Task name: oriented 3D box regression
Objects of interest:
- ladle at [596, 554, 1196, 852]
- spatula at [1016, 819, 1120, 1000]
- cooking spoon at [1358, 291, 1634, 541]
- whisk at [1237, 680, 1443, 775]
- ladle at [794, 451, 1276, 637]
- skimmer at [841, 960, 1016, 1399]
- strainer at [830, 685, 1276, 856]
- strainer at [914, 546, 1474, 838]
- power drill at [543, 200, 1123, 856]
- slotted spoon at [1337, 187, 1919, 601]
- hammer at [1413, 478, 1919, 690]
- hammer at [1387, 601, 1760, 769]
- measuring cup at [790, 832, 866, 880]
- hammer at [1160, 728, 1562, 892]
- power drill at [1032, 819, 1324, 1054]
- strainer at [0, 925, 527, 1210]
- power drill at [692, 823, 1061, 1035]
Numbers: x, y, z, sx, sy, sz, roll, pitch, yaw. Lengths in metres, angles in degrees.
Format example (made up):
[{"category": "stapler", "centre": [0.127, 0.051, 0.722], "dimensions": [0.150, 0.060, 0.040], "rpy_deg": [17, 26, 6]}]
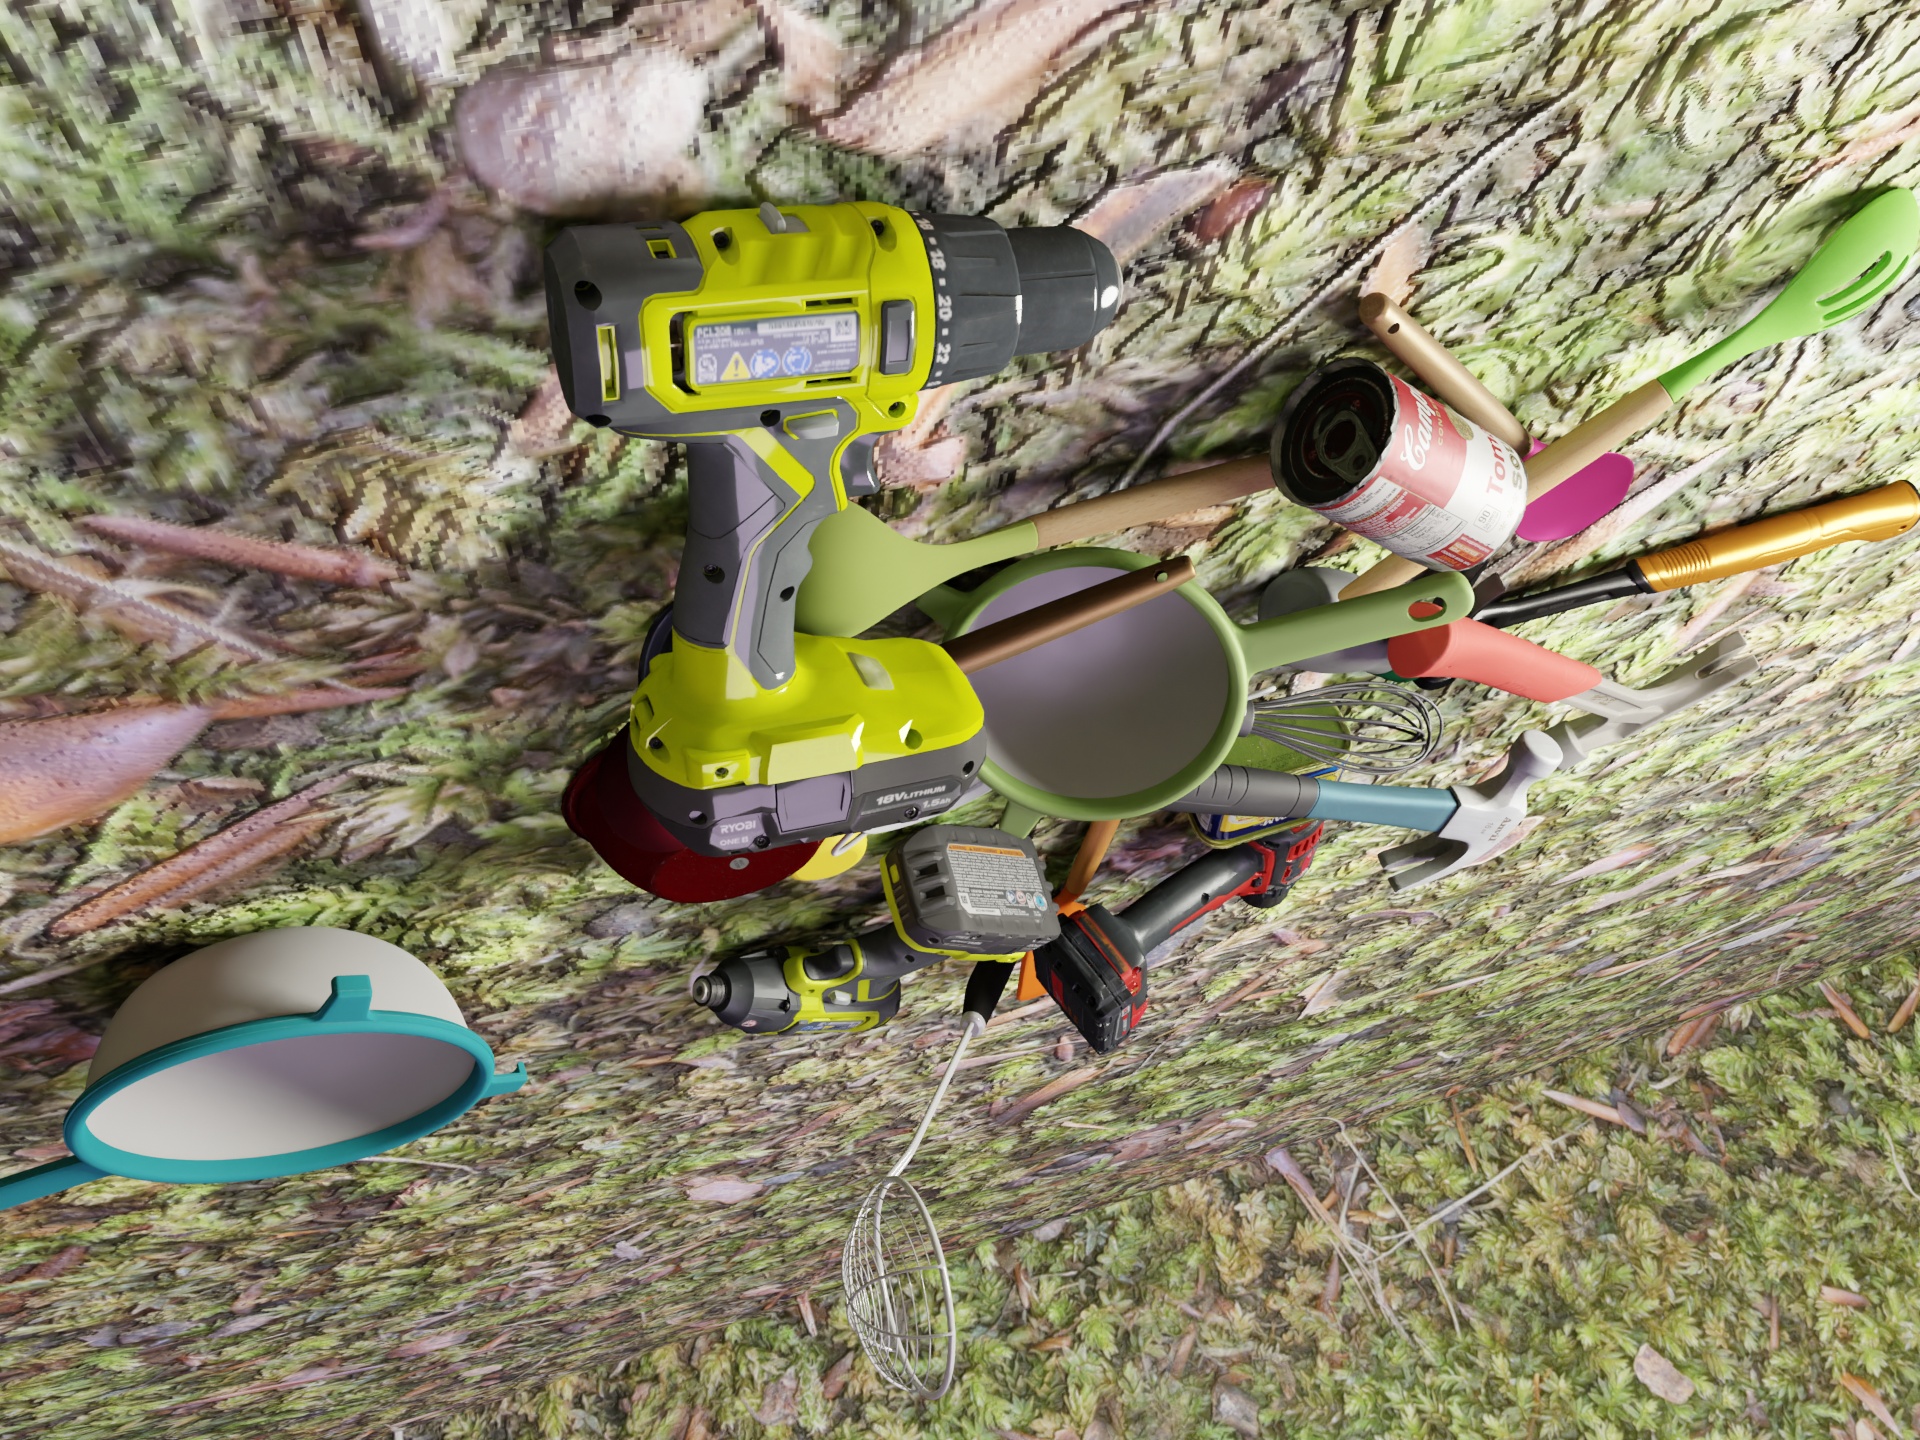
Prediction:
[{"category": "ladle", "centre": [-0.039, -0.013, 0.745], "dimensions": [0.315, 0.069, 0.031], "rpy_deg": [-21, 175, 13]}, {"category": "spatula", "centre": [0.093, 0.116, 1.144], "dimensions": [0.081, 0.041, 0.322], "rpy_deg": [-20, 155, -19]}, {"category": "cooking spoon", "centre": [0.265, -0.144, 0.780], "dimensions": [0.068, 0.017, 0.318], "rpy_deg": [-38, 150, 25]}, {"category": "whisk", "centre": [0.162, -0.004, 0.904], "dimensions": [0.239, 0.055, 0.055], "rpy_deg": [6, 149, -11]}, {"category": "ladle", "centre": [0.048, -0.098, 0.706], "dimensions": [0.320, 0.062, 0.078], "rpy_deg": [-17, 148, -21]}, {"category": "skimmer", "centre": [0.013, 0.259, 1.049], "dimensions": [0.090, 0.363, 0.127], "rpy_deg": [24, 135, 6]}, {"category": "strainer", "centre": [0.046, 0.017, 0.870], "dimensions": [0.258, 0.050, 0.086], "rpy_deg": [-16, 167, 8]}, {"category": "strainer", "centre": [0.114, -0.041, 0.776], "dimensions": [0.256, 0.069, 0.151], "rpy_deg": [-14, 119, 13]}, {"category": "power drill", "centre": [-0.041, -0.072, 0.572], "dimensions": [0.190, 0.080, 0.228], "rpy_deg": [-10, 127, -19]}, {"category": "slotted spoon", "centre": [0.320, -0.144, 0.776], "dimensions": [0.313, 0.031, 0.070], "rpy_deg": [-35, 151, 21]}, {"category": "hammer", "centre": [0.443, -0.099, 0.975], "dimensions": [0.337, 0.034, 0.127], "rpy_deg": [-15, 155, -10]}, {"category": "hammer", "centre": [0.369, -0.031, 0.977], "dimensions": [0.149, 0.037, 0.358], "rpy_deg": [-35, 152, 31]}, {"category": "measuring cup", "centre": [-0.039, 0.056, 0.944], "dimensions": [0.156, 0.029, 0.062], "rpy_deg": [-22, 154, 10]}, {"category": "hammer", "centre": [0.200, 0.045, 0.969], "dimensions": [0.331, 0.033, 0.128], "rpy_deg": [6, 132, -20]}, {"category": "power drill", "centre": [0.165, 0.140, 1.156], "dimensions": [0.226, 0.080, 0.187], "rpy_deg": [-36, 157, -11]}, {"category": "strainer", "centre": [-0.427, 0.190, 0.867], "dimensions": [0.340, 0.095, 0.210], "rpy_deg": [-19, 152, 3]}, {"category": "power drill", "centre": [-0.059, 0.153, 1.072], "dimensions": [0.223, 0.080, 0.171], "rpy_deg": [-33, 152, 33]}]
